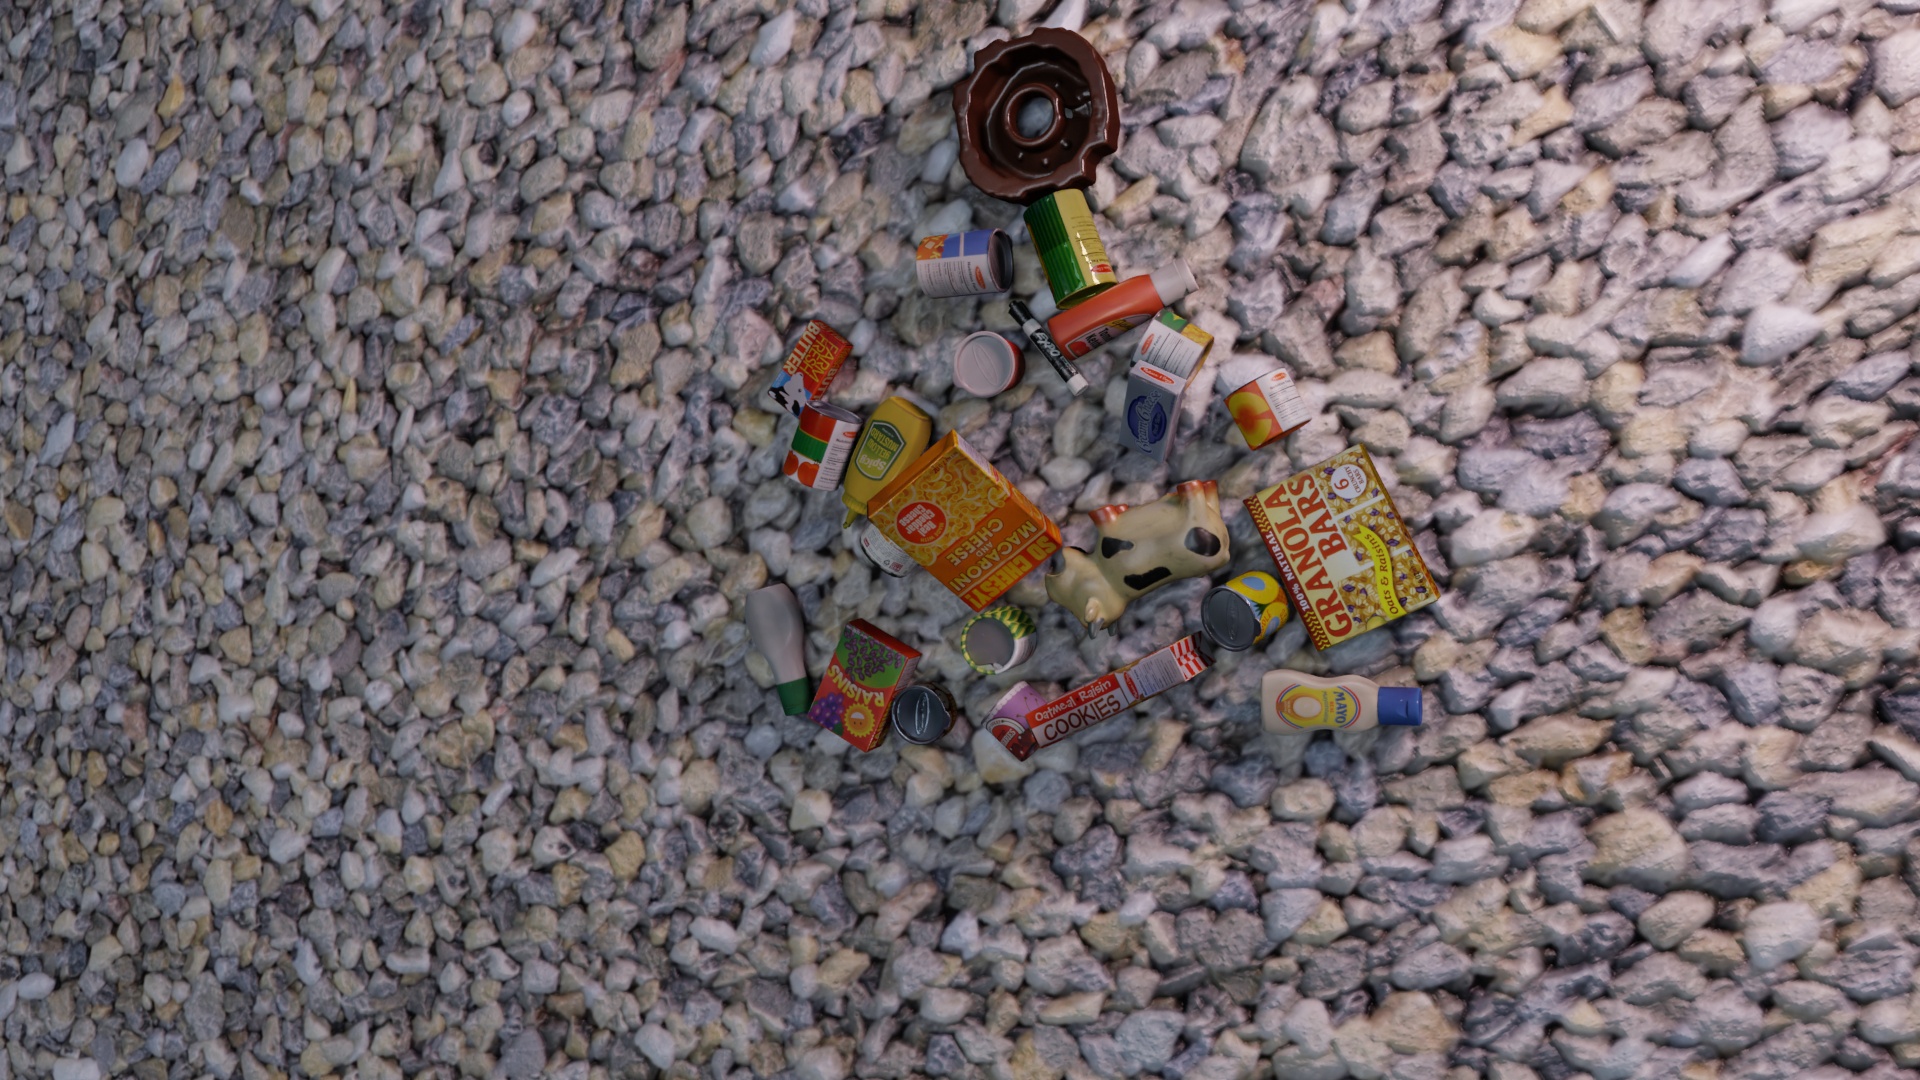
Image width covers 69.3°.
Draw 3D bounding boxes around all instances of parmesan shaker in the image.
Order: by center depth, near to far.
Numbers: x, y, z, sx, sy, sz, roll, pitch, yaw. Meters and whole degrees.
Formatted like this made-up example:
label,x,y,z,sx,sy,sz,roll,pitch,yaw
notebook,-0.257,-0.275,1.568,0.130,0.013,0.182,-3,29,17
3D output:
label,x,y,z,sx,sy,sz,roll,pitch,yaw
parmesan shaker,0.112,-0.293,1.401,0.071,0.071,0.103,-23,82,24

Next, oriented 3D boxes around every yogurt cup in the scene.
label,x,y,z,sx,sy,sz,roll,pitch,yaw
yogurt cup,0.033,-0.183,1.449,0.072,0.054,0.072,2,95,23

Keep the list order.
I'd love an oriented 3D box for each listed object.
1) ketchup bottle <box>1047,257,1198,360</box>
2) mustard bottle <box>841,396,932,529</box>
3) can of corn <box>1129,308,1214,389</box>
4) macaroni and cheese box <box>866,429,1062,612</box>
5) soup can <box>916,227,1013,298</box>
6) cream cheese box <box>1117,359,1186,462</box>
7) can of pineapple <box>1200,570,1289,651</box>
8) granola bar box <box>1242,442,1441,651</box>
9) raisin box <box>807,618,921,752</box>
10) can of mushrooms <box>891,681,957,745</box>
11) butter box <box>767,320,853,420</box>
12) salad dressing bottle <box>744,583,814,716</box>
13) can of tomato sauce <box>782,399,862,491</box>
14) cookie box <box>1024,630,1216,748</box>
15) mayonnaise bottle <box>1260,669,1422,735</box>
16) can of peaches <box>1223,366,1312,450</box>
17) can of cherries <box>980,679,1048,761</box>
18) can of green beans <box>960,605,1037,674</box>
label,x,y,z,sx,sy,sz,roll,pitch,yaw
ketchup bottle,0.163,-0.233,1.387,0.148,0.064,0.043,-26,73,15
mustard bottle,-0.090,-0.077,1.514,0.065,0.049,0.159,35,107,19
can of corn,0.209,-0.186,1.367,0.058,0.071,0.071,32,106,12
macaroni and cheese box,0.005,-0.018,1.433,0.123,0.040,0.166,-39,117,18
soup can,0.006,-0.290,1.448,0.084,0.071,0.071,-1,94,24
cream cheese box,0.188,-0.126,1.370,0.053,0.024,0.103,27,146,18
can of pineapple,0.278,0.069,1.349,0.071,0.058,0.070,24,124,41
granola bar box,0.364,0.007,1.329,0.124,0.039,0.165,-28,83,23
raisin box,-0.108,0.161,1.547,0.086,0.040,0.123,28,103,18
can of mushrooms,-0.037,0.189,1.522,0.071,0.033,0.071,2,94,24
butter box,-0.168,-0.190,1.552,0.053,0.024,0.103,40,108,16
salad dressing bottle,-0.203,0.125,1.583,0.064,0.044,0.147,-16,89,22
can of tomato sauce,-0.154,-0.105,1.531,0.071,0.071,0.083,26,105,19
cookie box,0.160,0.148,1.383,0.167,0.123,0.040,-28,83,23
mayonnaise bottle,0.366,0.158,1.339,0.148,0.041,0.064,-1,92,24
can of peaches,0.294,-0.125,1.336,0.071,0.071,0.058,-31,83,23
can of cherries,0.063,0.191,1.458,0.058,0.071,0.071,43,109,14
can of green beans,0.040,0.105,1.467,0.071,0.058,0.071,2,95,23
